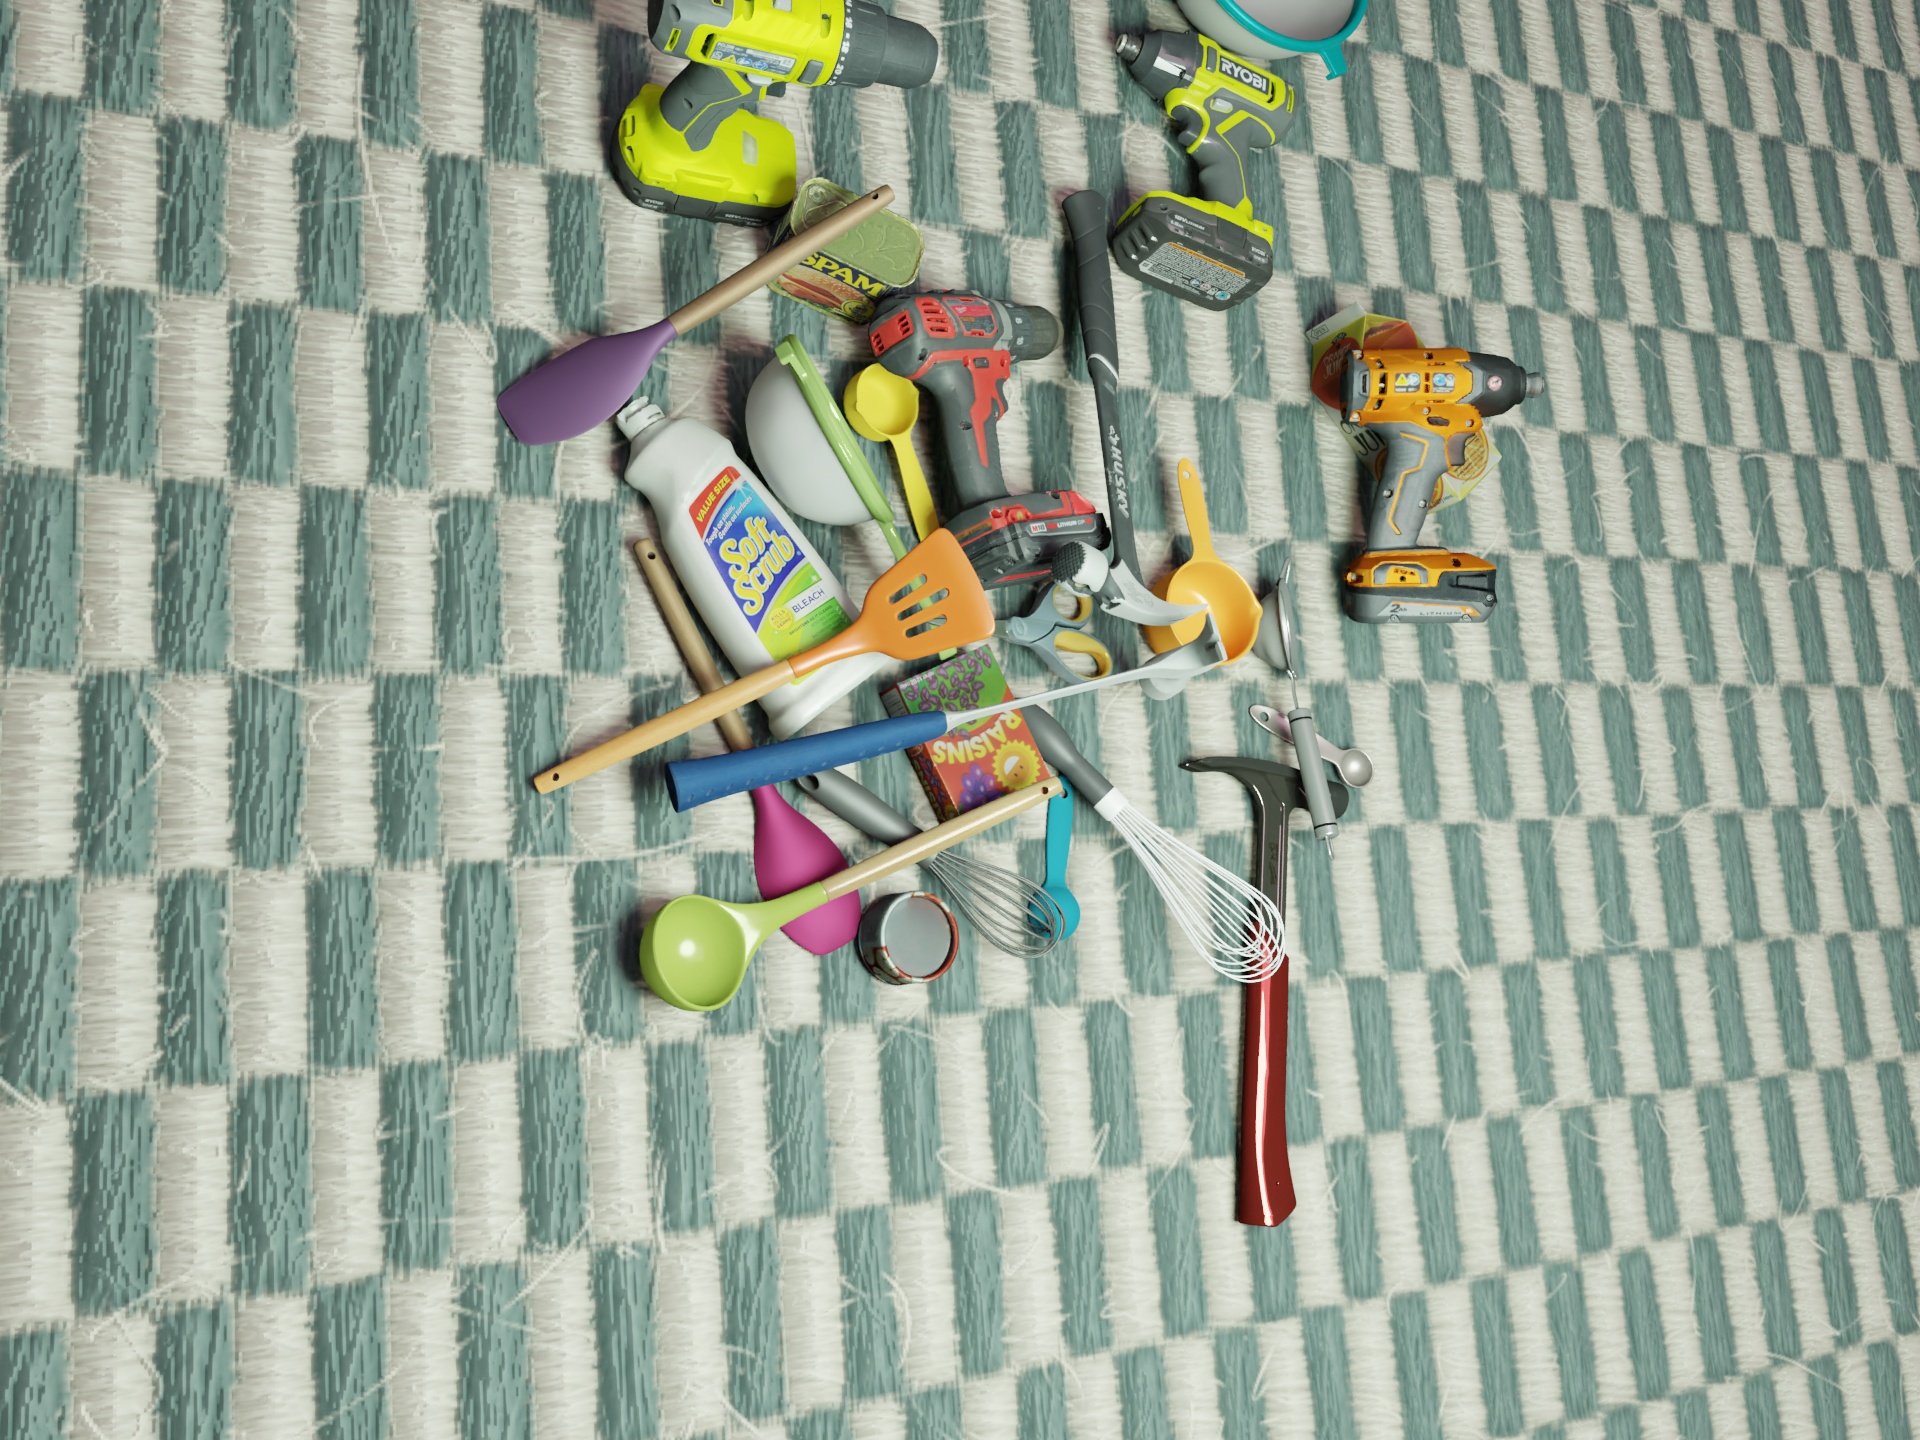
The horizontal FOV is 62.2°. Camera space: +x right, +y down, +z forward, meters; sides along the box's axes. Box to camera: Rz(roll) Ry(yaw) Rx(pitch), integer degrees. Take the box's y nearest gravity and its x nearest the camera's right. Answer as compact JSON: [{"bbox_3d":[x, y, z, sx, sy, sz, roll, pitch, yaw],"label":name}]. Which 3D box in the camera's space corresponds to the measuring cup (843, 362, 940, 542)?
[{"bbox_3d":[-0.048,-0.194,1.215,0.062,0.029,0.156,-25,102,-37],"label":"measuring cup"}]

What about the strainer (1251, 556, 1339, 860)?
[{"bbox_3d":[0.272,-0.010,1.292,0.050,0.086,0.259,-15,70,16],"label":"strainer"}]

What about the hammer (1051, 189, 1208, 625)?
[{"bbox_3d":[0.117,-0.255,1.242,0.149,0.036,0.409,23,53,-40],"label":"hammer"}]

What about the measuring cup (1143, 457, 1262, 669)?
[{"bbox_3d":[0.184,-0.123,1.290,0.095,0.052,0.174,-3,78,-26],"label":"measuring cup"}]

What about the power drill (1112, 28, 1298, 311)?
[{"bbox_3d":[0.202,-0.481,1.364,0.171,0.080,0.223,15,69,-22],"label":"power drill"}]

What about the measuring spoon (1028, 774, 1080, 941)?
[{"bbox_3d":[0.077,0.103,1.206,0.042,0.021,0.129,11,75,-23],"label":"measuring spoon"}]

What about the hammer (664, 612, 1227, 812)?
[{"bbox_3d":[-0.002,-0.004,1.102,0.405,0.144,0.035,-14,82,-18],"label":"hammer"}]

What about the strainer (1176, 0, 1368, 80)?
[{"bbox_3d":[0.268,-0.732,1.439,0.210,0.095,0.340,21,69,-23],"label":"strainer"}]

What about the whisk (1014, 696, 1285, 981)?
[{"bbox_3d":[0.136,0.087,1.201,0.284,0.070,0.070,45,64,5],"label":"whisk"}]

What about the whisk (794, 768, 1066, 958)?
[{"bbox_3d":[-0.023,0.098,1.147,0.239,0.055,0.055,35,67,-12],"label":"whisk"}]

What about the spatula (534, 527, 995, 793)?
[{"bbox_3d":[-0.135,-0.026,1.061,0.322,0.041,0.081,-25,88,-5],"label":"spatula"}]

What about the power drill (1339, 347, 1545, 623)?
[{"bbox_3d":[0.401,-0.197,1.331,0.164,0.084,0.226,0,98,5],"label":"power drill"}]

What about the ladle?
[{"bbox_3d":[-0.067,0.106,1.086,0.320,0.062,0.078,-24,93,-16],"label":"ladle"}]

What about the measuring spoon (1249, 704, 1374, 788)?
[{"bbox_3d":[0.291,0.020,1.333,0.124,0.018,0.034,29,68,-10],"label":"measuring spoon"}]

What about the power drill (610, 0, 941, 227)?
[{"bbox_3d":[-0.137,-0.433,1.104,0.190,0.228,0.080,3,78,-25],"label":"power drill"}]

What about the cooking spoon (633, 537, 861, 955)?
[{"bbox_3d":[-0.154,0.017,1.117,0.069,0.017,0.319,-27,92,-28],"label":"cooking spoon"}]

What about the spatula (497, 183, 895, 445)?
[{"bbox_3d":[-0.179,-0.287,1.113,0.316,0.018,0.060,-34,80,-6],"label":"spatula"}]

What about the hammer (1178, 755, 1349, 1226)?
[{"bbox_3d":[0.233,0.209,1.249,0.149,0.037,0.359,12,74,-23],"label":"hammer"}]

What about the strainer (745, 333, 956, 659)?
[{"bbox_3d":[-0.087,-0.148,1.145,0.069,0.151,0.256,-27,101,3],"label":"strainer"}]

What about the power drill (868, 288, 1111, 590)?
[{"bbox_3d":[0.036,-0.223,1.219,0.188,0.080,0.227,-15,84,-46],"label":"power drill"}]
